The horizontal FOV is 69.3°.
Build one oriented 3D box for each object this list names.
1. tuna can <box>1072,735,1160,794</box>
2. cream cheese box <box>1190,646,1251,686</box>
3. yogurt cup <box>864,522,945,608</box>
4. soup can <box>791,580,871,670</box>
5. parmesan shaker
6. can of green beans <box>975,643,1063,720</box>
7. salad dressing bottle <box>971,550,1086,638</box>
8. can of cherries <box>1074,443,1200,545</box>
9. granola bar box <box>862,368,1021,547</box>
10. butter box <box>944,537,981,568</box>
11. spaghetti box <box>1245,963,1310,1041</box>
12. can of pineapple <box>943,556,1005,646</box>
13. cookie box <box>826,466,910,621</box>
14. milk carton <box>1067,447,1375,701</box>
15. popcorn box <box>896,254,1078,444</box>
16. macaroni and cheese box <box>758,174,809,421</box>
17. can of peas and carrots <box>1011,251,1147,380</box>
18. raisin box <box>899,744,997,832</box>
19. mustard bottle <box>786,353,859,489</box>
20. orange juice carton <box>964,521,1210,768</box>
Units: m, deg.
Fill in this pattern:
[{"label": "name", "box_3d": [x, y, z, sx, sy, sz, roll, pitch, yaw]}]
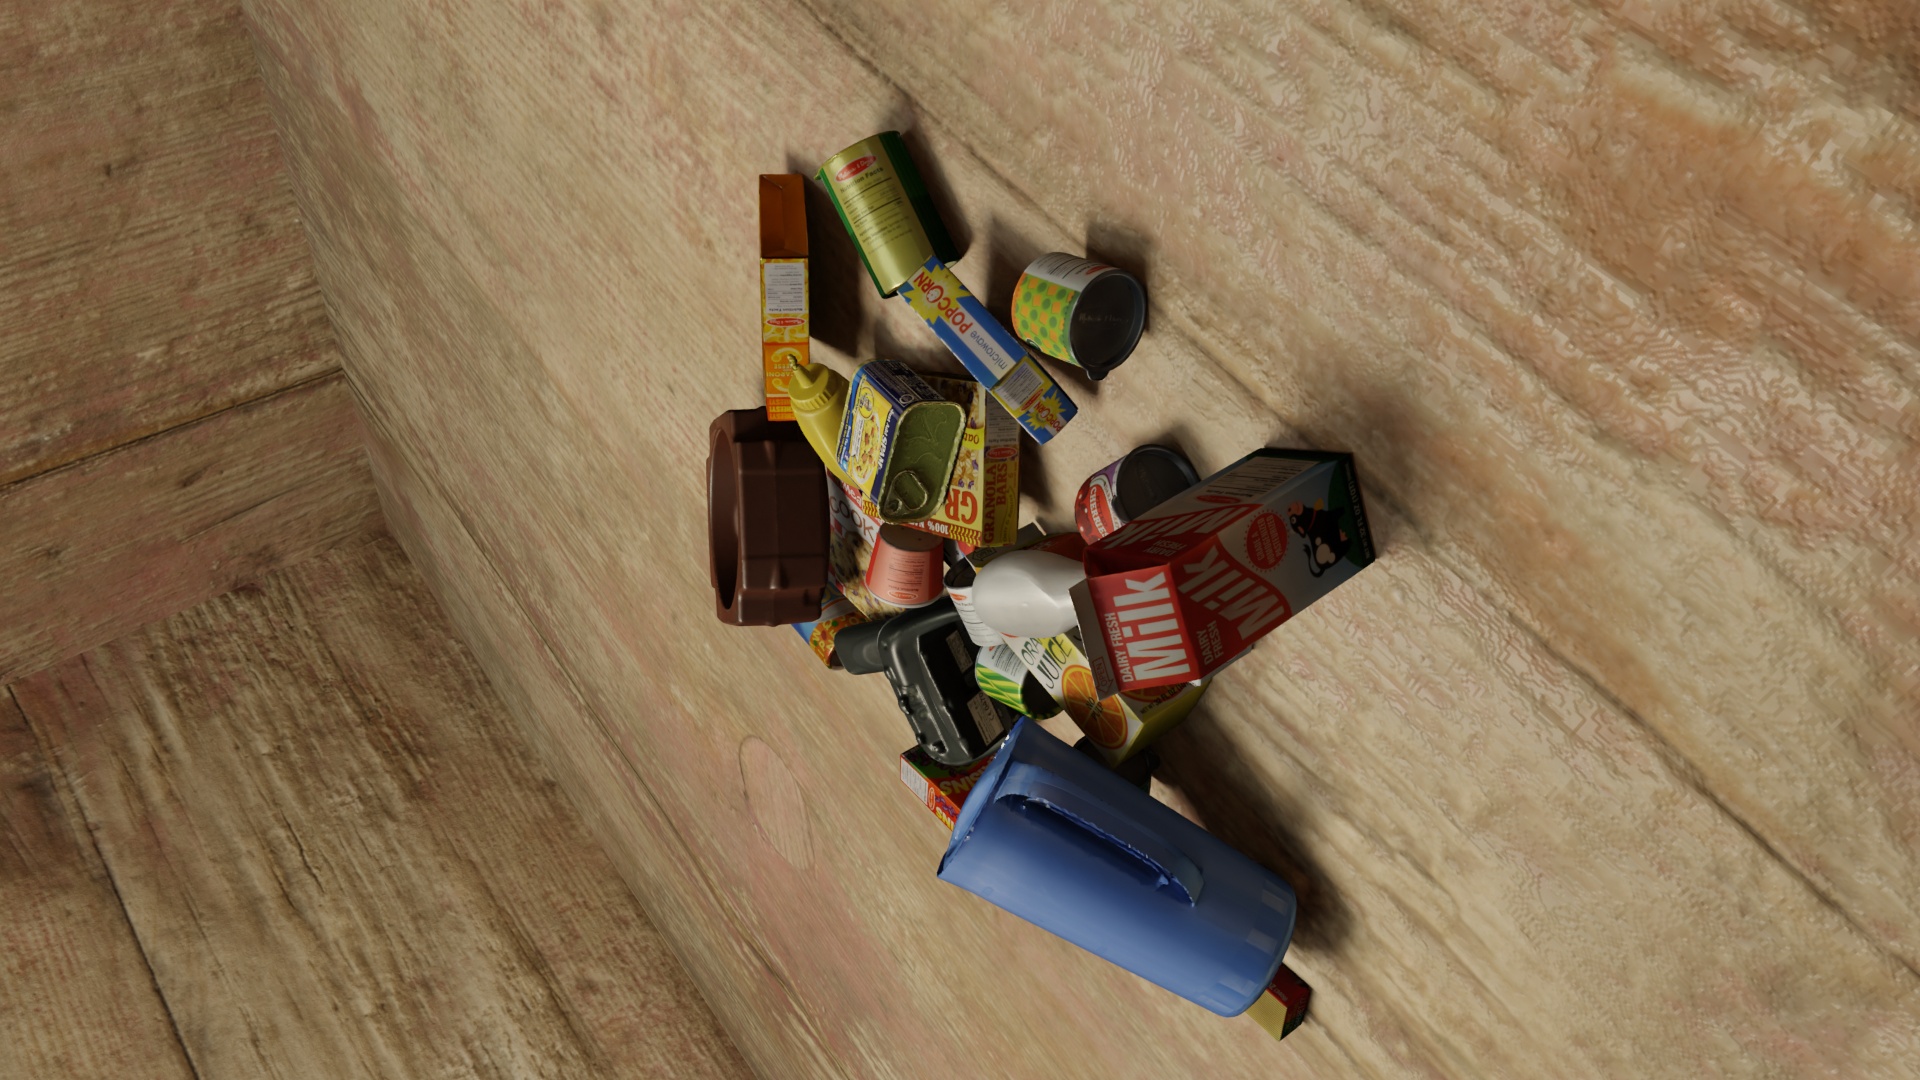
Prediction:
[{"label": "tuna can", "box_3d": [0.120, 0.184, 1.093, 0.071, 0.071, 0.032, 38, 144, 37]}, {"label": "cream cheese box", "box_3d": [0.166, 0.041, 0.907, 0.024, 0.053, 0.103, 32, 140, 43]}, {"label": "yogurt cup", "box_3d": [-0.044, 0.016, 1.163, 0.072, 0.073, 0.053, 38, 132, 37]}, {"label": "soup can", "box_3d": [-0.132, 0.079, 1.410, 0.084, 0.071, 0.071, 45, 147, 27]}, {"label": "parmesan shaker", "box_3d": [-0.053, -0.235, 1.011, 0.071, 0.071, 0.103, -19, 98, 61]}, {"label": "can of green beans", "box_3d": [0.055, 0.106, 1.128, 0.058, 0.071, 0.071, 22, 132, 49]}, {"label": "salad dressing bottle", "box_3d": [0.075, 0.035, 0.940, 0.147, 0.044, 0.064, -4, 121, 44]}, {"label": "can of cherries", "box_3d": [0.115, -0.023, 0.916, 0.071, 0.072, 0.058, 62, 152, 1]}, {"label": "granola bar box", "box_3d": [-0.017, -0.069, 1.088, 0.165, 0.039, 0.124, 16, 107, 53]}, {"label": "butter box", "box_3d": [0.004, -0.014, 1.152, 0.053, 0.024, 0.103, 46, 147, 29]}, {"label": "spaghetti box", "box_3d": [0.178, 0.305, 1.138, 0.250, 0.029, 0.049, 37, 142, 38]}, {"label": "can of pineapple", "box_3d": [0.029, 0.043, 1.115, 0.071, 0.071, 0.057, 9, 129, 56]}, {"label": "cookie box", "box_3d": [-0.074, 0.006, 1.278, 0.123, 0.040, 0.166, 42, 145, 32]}, {"label": "milk carton", "box_3d": [0.140, 0.017, 0.785, 0.073, 0.191, 0.072, 10, 123, 55]}, {"label": "popcorn box", "box_3d": [0.019, -0.131, 0.955, 0.127, 0.038, 0.085, 51, -172, 35]}, {"label": "macaroni and cheese box", "box_3d": [-0.148, -0.202, 1.163, 0.165, 0.040, 0.124, 96, 170, -45]}, {"label": "can of peas and carrots", "box_3d": [0.075, -0.143, 0.883, 0.059, 0.071, 0.070, 30, 138, 46]}, {"label": "raisin box", "box_3d": [0.015, 0.225, 1.274, 0.123, 0.086, 0.039, 39, 139, 36]}, {"label": "mustard bottle", "box_3d": [-0.103, -0.102, 1.153, 0.049, 0.065, 0.159, 30, 167, 37]}, {"label": "orange juice carton", "box_3d": [0.088, 0.066, 1.035, 0.193, 0.072, 0.072, 49, 148, 22]}]
